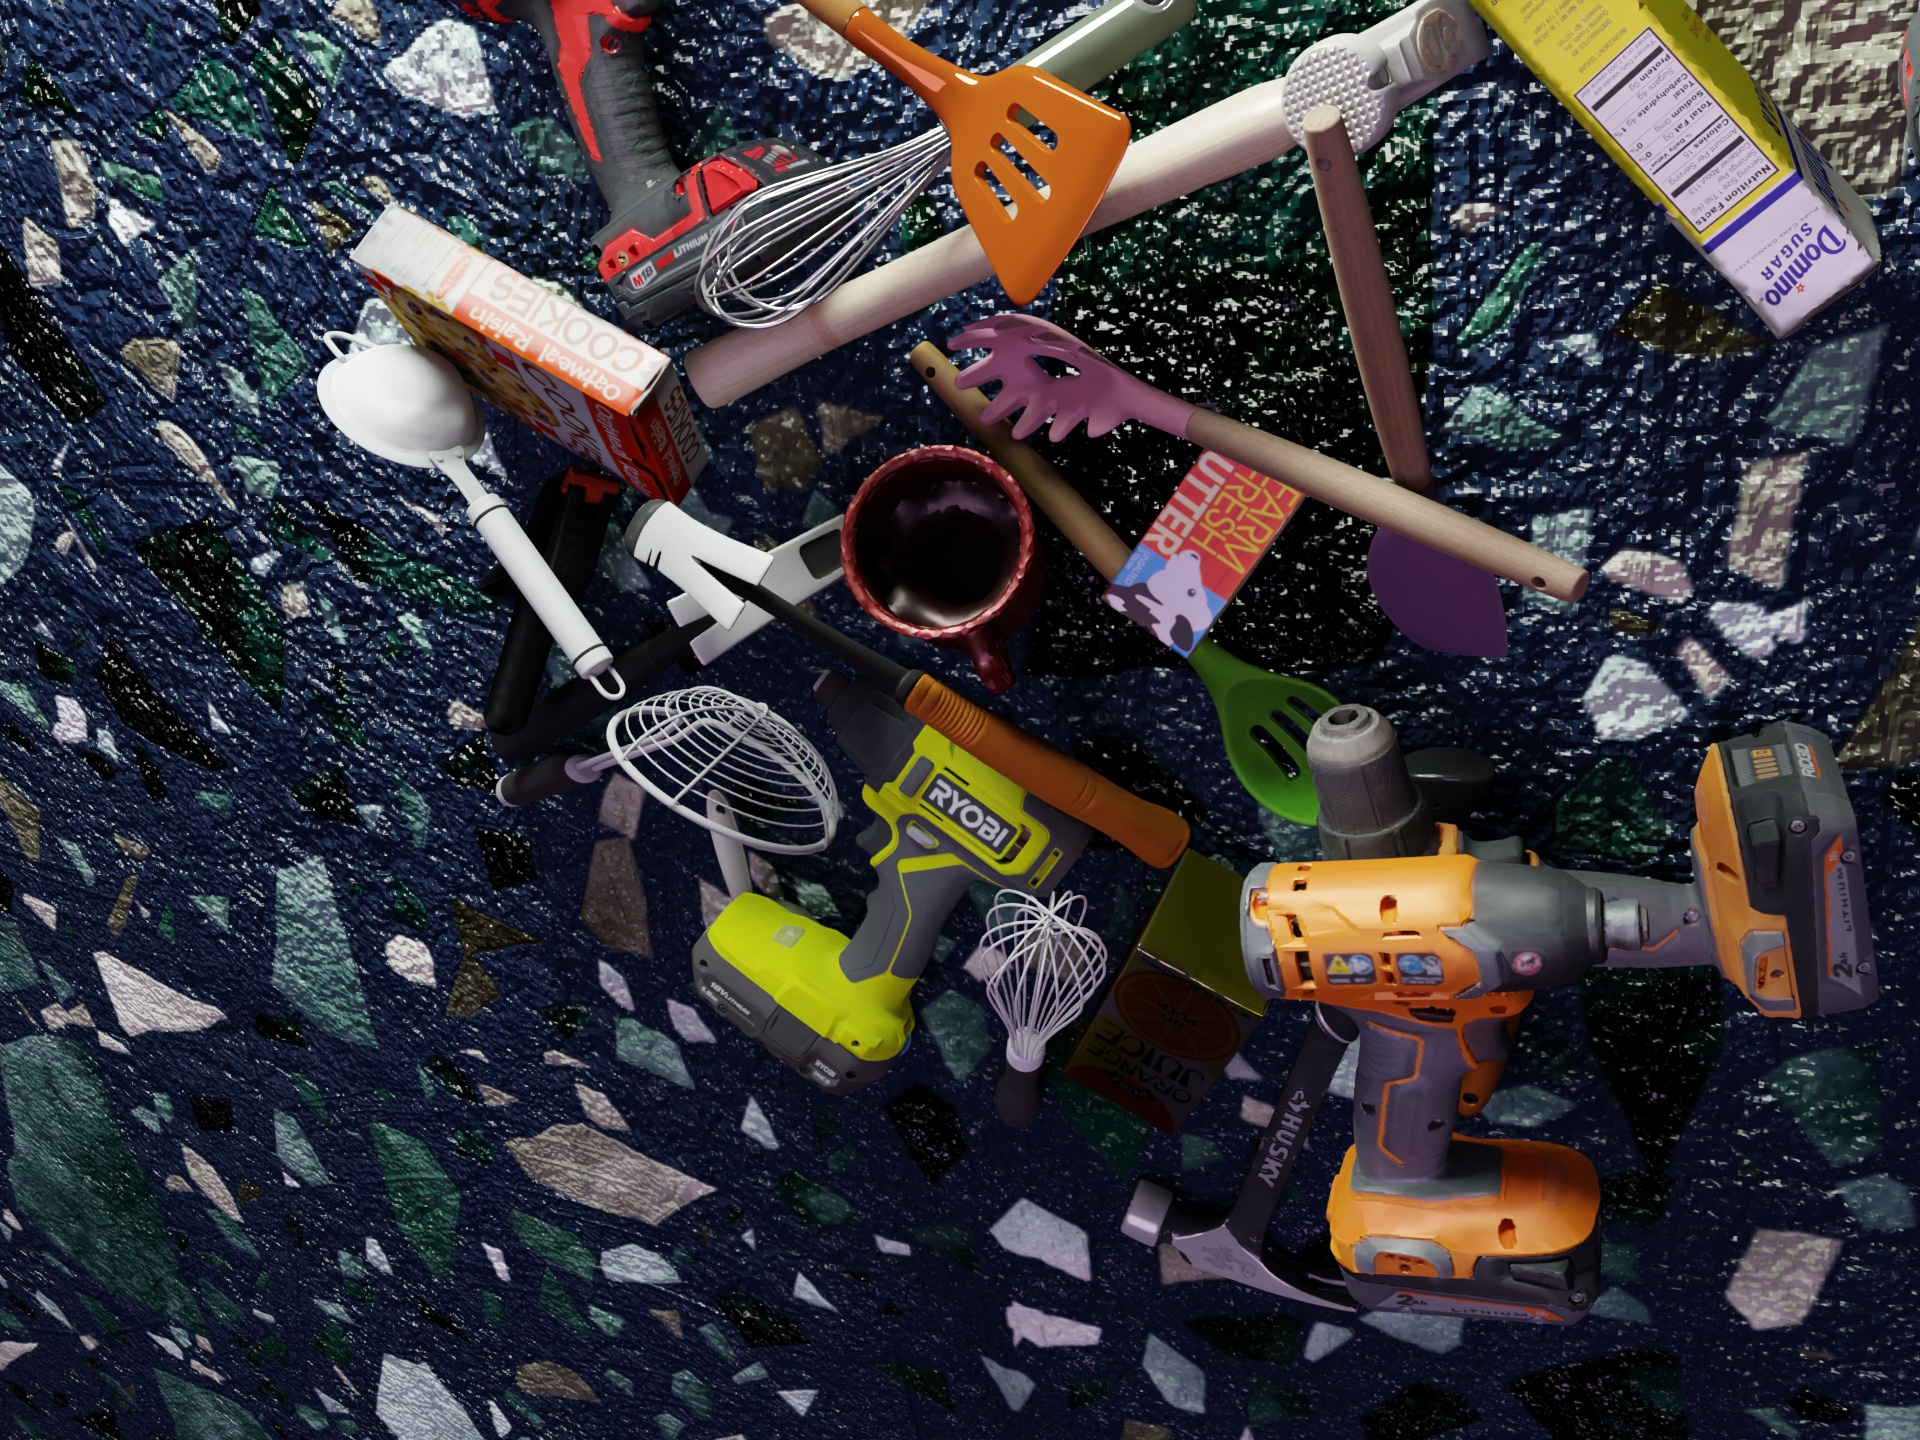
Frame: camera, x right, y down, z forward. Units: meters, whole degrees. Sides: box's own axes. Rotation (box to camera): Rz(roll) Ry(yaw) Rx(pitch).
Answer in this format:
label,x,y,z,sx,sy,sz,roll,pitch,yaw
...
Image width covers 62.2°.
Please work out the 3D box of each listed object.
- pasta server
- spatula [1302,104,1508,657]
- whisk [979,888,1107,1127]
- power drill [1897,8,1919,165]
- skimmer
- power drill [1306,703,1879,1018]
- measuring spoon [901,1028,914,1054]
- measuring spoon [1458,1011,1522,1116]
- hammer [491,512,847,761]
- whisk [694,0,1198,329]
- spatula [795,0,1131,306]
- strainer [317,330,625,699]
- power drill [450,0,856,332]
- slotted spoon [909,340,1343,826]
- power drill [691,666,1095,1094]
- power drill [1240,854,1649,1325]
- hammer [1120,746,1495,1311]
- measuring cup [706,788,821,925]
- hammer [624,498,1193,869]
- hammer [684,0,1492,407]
label,x,y,z,sx,sy,sz,roll,pitch,yaw
pasta server,0.116,-0.113,0.677,0.316,0.040,0.060,33,150,36
spatula,0.173,-0.112,0.631,0.060,0.018,0.315,11,154,31
whisk,0.039,0.174,0.905,0.070,0.070,0.284,23,148,13
power drill,0.362,-0.124,0.518,0.080,0.188,0.226,-12,116,33
skimmer,-0.197,0.047,0.913,0.127,0.090,0.363,18,160,-33
power drill,0.274,0.061,0.719,0.226,0.084,0.185,-11,117,24
measuring spoon,-0.038,0.156,1.003,0.042,0.021,0.128,21,117,15
measuring spoon,0.284,0.172,0.846,0.021,0.011,0.116,19,126,16
hammer,-0.178,-0.033,0.898,0.335,0.146,0.035,-23,99,44
whisk,-0.009,-0.242,0.674,0.246,0.059,0.058,-30,71,10
spatula,-0.063,-0.294,0.636,0.323,0.041,0.081,42,122,10
strainer,-0.247,-0.116,0.820,0.258,0.087,0.050,54,131,6
power drill,-0.148,-0.308,0.738,0.143,0.078,0.219,-19,106,34
slotted spoon,0.087,-0.071,0.790,0.314,0.031,0.070,46,124,-2
power drill,-0.052,0.089,0.910,0.171,0.080,0.223,36,113,2
power drill,0.227,0.160,0.709,0.164,0.084,0.226,-6,116,26
hammer,0.206,0.182,0.878,0.149,0.036,0.408,22,126,13
measuring cup,-0.126,0.110,1.004,0.083,0.038,0.167,1,117,27
hammer,-0.001,-0.002,0.761,0.336,0.127,0.034,31,91,-33
hammer,0.025,-0.214,0.699,0.411,0.146,0.038,-11,113,42
